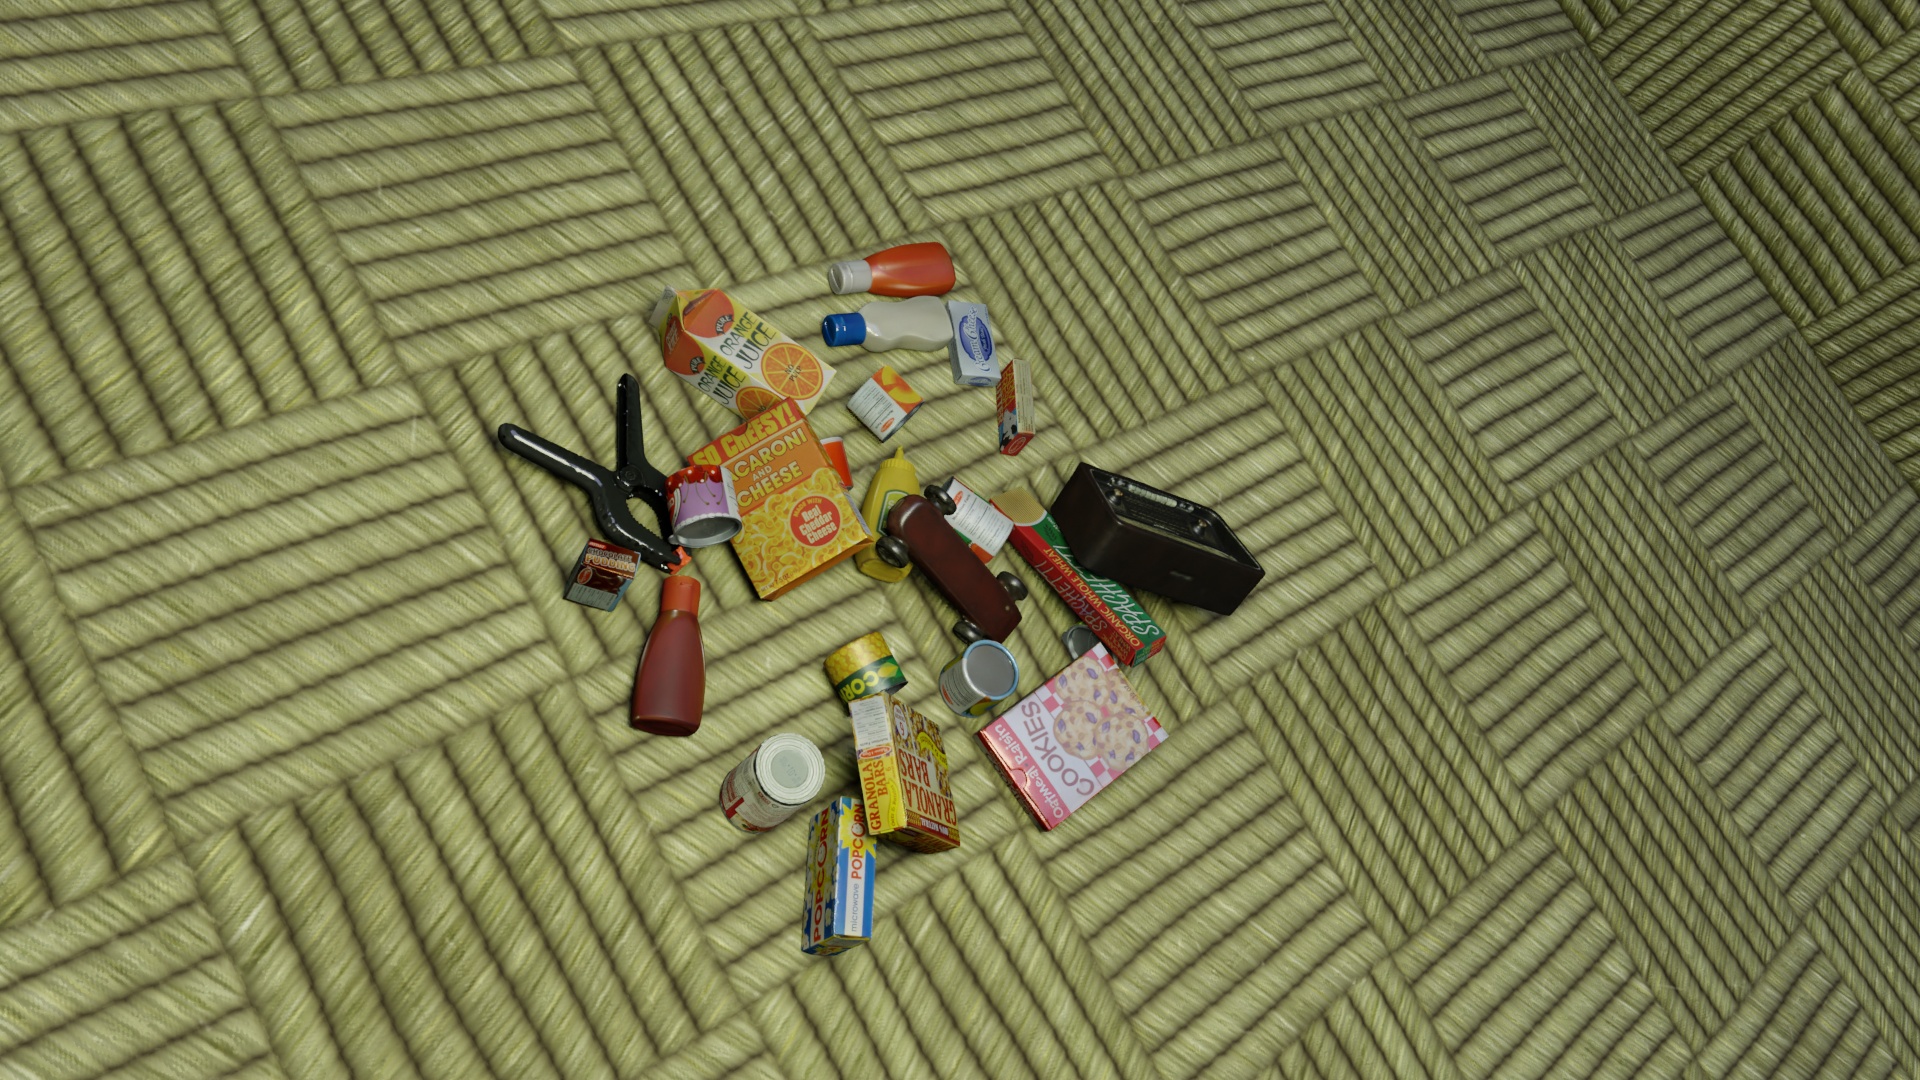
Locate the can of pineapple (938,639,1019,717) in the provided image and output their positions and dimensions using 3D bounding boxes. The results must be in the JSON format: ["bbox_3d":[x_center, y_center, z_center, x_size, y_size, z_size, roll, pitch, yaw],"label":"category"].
[{"bbox_3d":[0.021,0.141,1.428,0.071,0.057,0.071,13,60,-23],"label":"can of pineapple"}]

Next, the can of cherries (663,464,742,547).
[{"bbox_3d":[-0.250,-0.033,1.333,0.071,0.071,0.058,-3,66,-30],"label":"can of cherries"}]

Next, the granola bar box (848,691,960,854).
[{"bbox_3d":[-0.049,0.220,1.295,0.039,0.165,0.124,-16,68,12],"label":"granola bar box"}]

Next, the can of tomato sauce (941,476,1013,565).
[{"bbox_3d":[0.005,-0.019,1.500,0.083,0.071,0.071,35,54,-9],"label":"can of tomato sauce"}]

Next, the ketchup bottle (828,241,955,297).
[{"bbox_3d":[-0.080,-0.312,1.616,0.149,0.043,0.065,-13,72,-33],"label":"ketchup bottle"}]

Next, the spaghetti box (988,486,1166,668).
[{"bbox_3d":[0.122,0.036,1.505,0.050,0.028,0.251,-23,57,-35],"label":"spaghetti box"}]

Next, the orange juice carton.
[{"bbox_3d":[-0.236,-0.191,1.451,0.192,0.071,0.073,34,54,-10],"label":"orange juice carton"}]

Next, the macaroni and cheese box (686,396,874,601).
[{"bbox_3d":[-0.180,-0.042,1.384,0.124,0.040,0.166,-30,80,3],"label":"macaroni and cheese box"}]

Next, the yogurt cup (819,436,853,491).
[{"bbox_3d":[-0.145,-0.071,1.445,0.072,0.072,0.054,-18,83,-34],"label":"yogurt cup"}]

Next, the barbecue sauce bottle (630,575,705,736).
[{"bbox_3d":[-0.268,0.106,1.298,0.065,0.043,0.149,14,59,-22],"label":"barbecue sauce bottle"}]

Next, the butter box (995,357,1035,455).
[{"bbox_3d":[0.063,-0.155,1.608,0.024,0.053,0.104,9,61,-22],"label":"butter box"}]

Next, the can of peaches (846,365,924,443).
[{"bbox_3d":[-0.082,-0.150,1.519,0.058,0.071,0.071,45,53,-1],"label":"can of peaches"}]

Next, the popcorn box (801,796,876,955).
[{"bbox_3d":[-0.109,0.304,1.257,0.038,0.085,0.127,13,60,-21],"label":"popcorn box"}]

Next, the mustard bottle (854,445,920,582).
[{"bbox_3d":[-0.073,-0.037,1.474,0.065,0.048,0.161,20,58,-25],"label":"mustard bottle"}]

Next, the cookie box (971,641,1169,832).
[{"bbox_3d":[0.114,0.202,1.436,0.168,0.040,0.123,-33,83,-22],"label":"cookie box"}]

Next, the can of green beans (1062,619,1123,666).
[{"bbox_3d":[0.158,0.108,1.516,0.058,0.071,0.071,-33,84,-37],"label":"can of green beans"}]

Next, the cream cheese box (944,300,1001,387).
[{"bbox_3d":[0.012,-0.232,1.637,0.053,0.024,0.104,1,65,-27],"label":"cream cheese box"}]

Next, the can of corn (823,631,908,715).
[{"bbox_3d":[-0.095,0.130,1.364,0.071,0.071,0.058,-22,77,-35],"label":"can of corn"}]

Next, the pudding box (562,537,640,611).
[{"bbox_3d":[-0.330,0.033,1.276,0.050,0.083,0.030,19,58,-19],"label":"pudding box"}]

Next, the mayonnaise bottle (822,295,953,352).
[{"bbox_3d":[-0.084,-0.244,1.581,0.148,0.041,0.065,-10,69,-31],"label":"mayonnaise bottle"}]
